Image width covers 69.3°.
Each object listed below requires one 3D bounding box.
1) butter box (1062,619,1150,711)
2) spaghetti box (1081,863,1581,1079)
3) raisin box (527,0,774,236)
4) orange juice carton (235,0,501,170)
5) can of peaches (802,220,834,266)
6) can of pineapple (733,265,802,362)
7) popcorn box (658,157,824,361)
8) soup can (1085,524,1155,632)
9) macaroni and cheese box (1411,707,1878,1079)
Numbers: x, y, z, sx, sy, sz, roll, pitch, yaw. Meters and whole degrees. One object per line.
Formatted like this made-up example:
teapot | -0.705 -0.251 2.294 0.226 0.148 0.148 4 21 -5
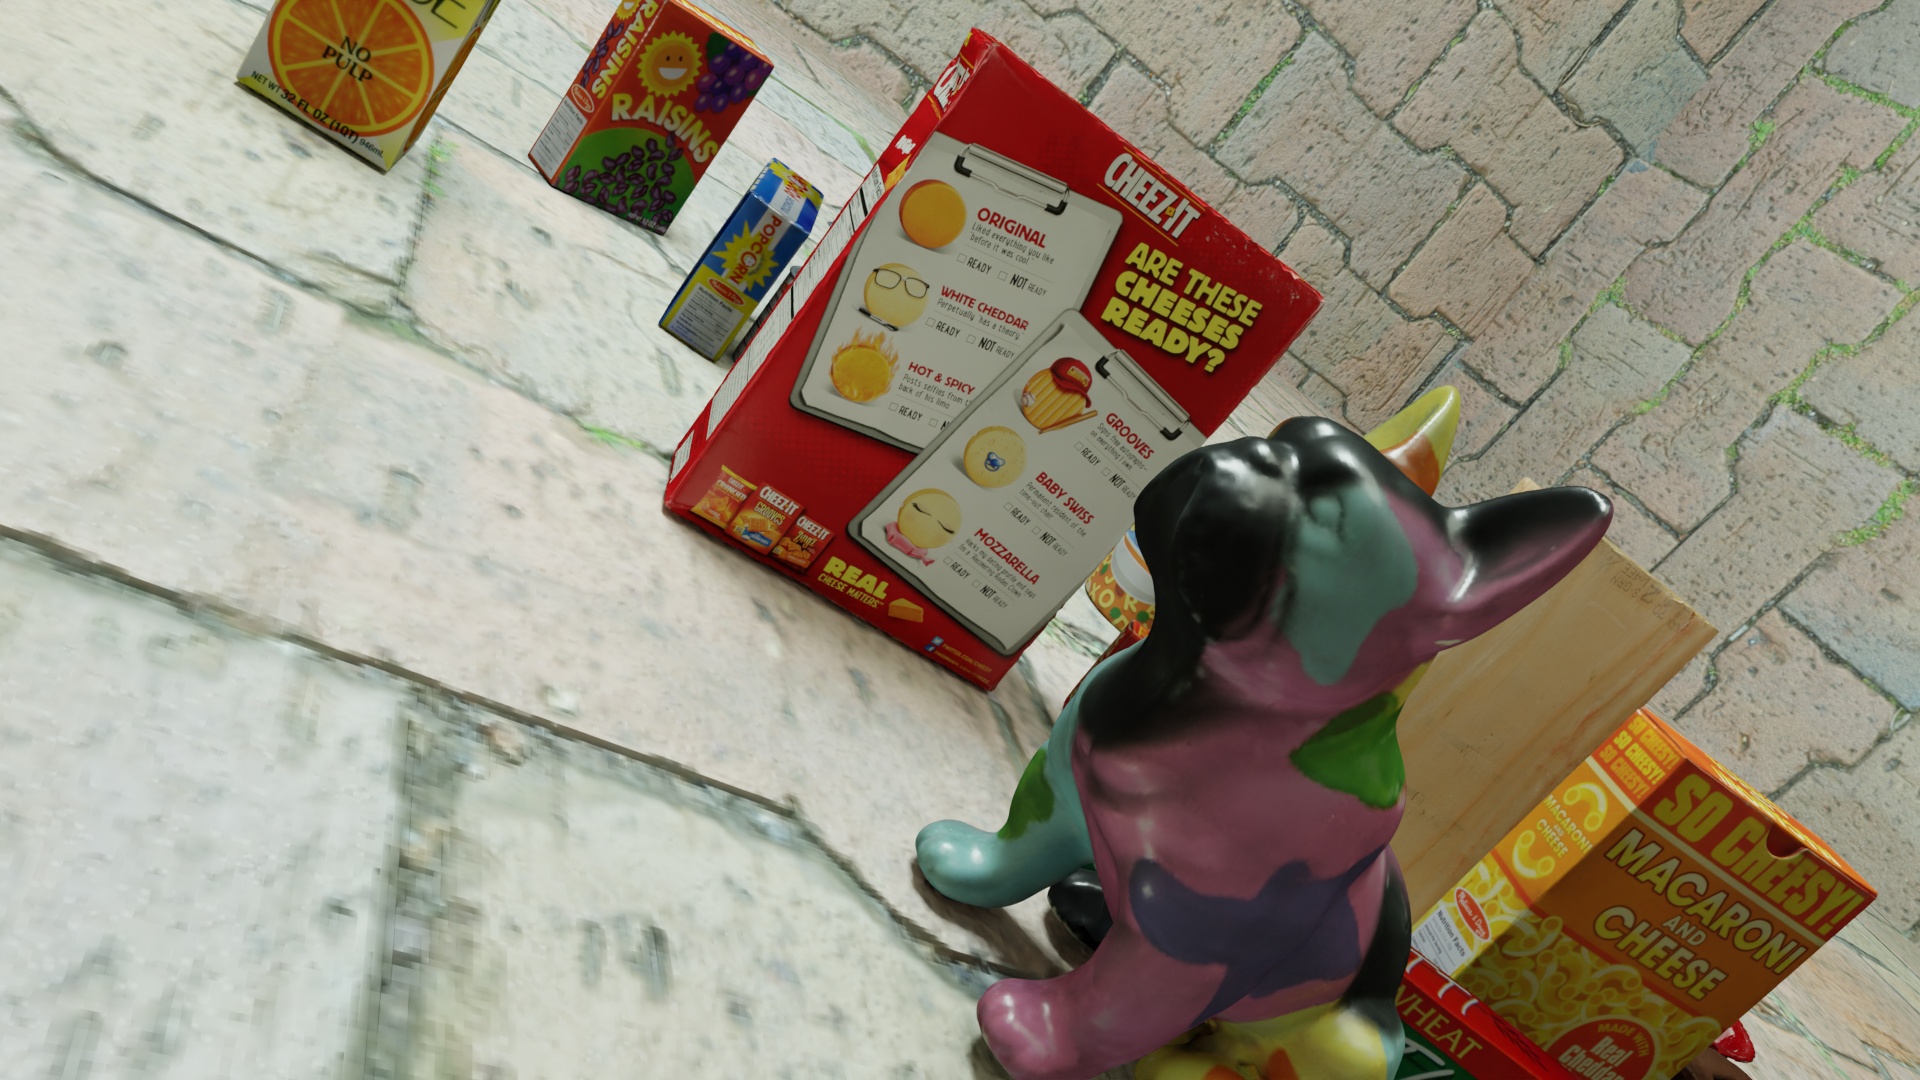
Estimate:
butter box | 0.101 0.088 0.625 0.103 0.053 0.024 39 17 2
spaghetti box | 0.151 0.172 0.516 0.250 0.050 0.029 38 17 -1
raisin box | -0.177 -0.248 0.800 0.086 0.123 0.040 17 27 -51
orange juice carton | -0.236 -0.269 0.618 0.072 0.192 0.073 32 18 -22
can of peaches | -0.075 -0.169 0.914 0.071 0.058 0.071 35 17 -12
can of pineapple | -0.077 -0.104 0.744 0.071 0.057 0.071 35 17 -12
popcorn box | -0.116 -0.154 0.750 0.038 0.085 0.127 34 18 -15
soup can | 0.121 0.014 0.800 0.071 0.083 0.071 35 17 -12
macaroni and cheese box | 0.269 0.166 0.573 0.123 0.166 0.040 33 18 -18
